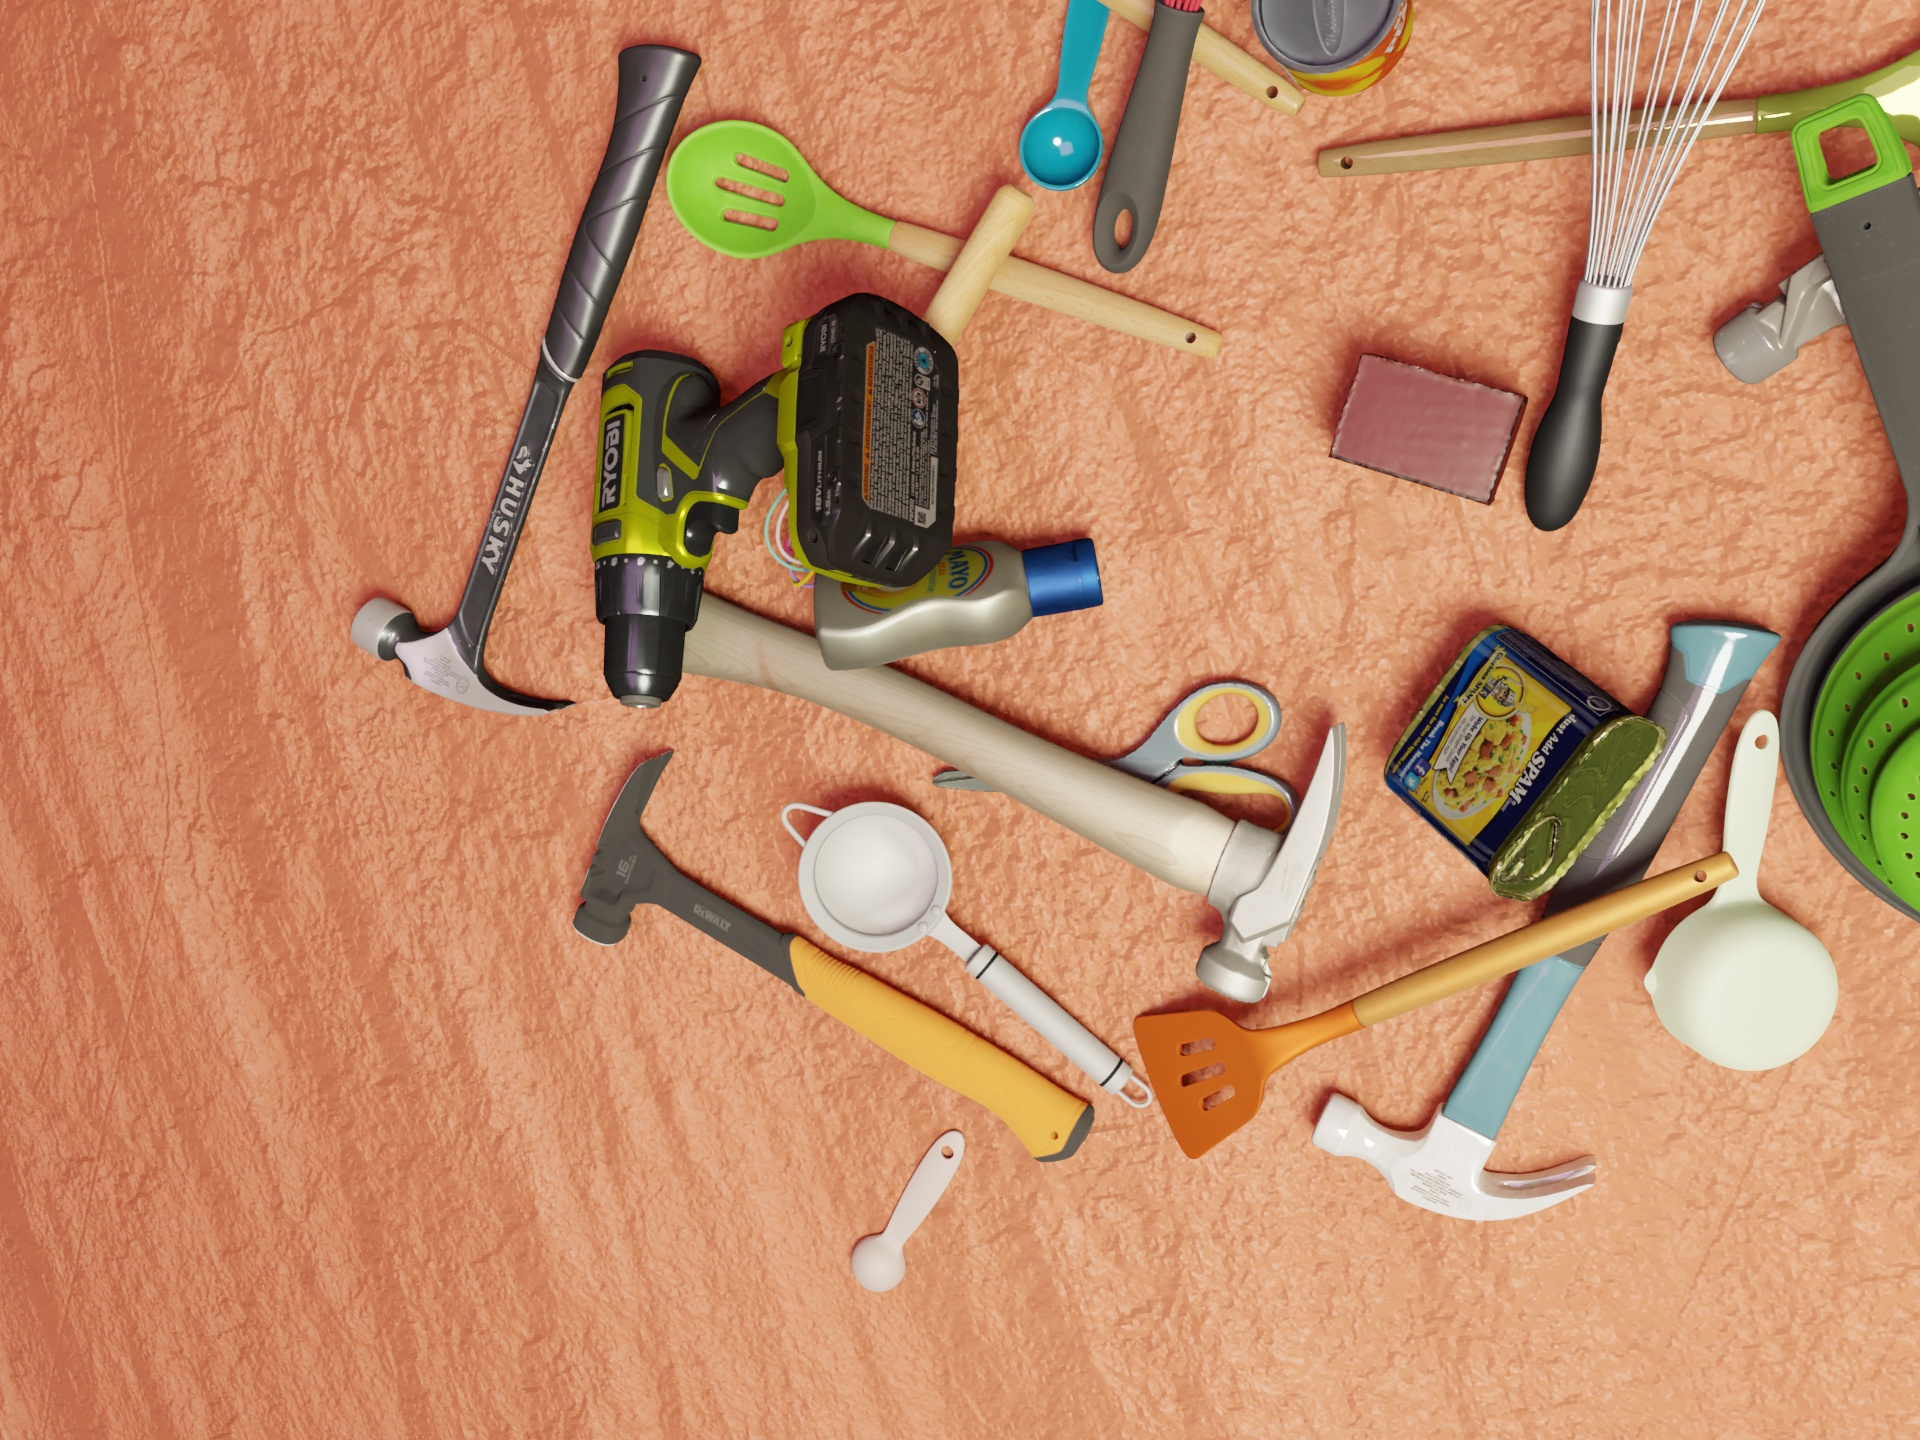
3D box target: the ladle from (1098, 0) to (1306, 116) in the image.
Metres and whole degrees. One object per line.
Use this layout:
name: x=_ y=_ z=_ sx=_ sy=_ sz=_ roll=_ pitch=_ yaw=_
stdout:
ladle: x=0.035 y=-0.382 z=0.770 sx=0.315 sy=0.031 sz=0.069 roll=36 pitch=125 yaw=6

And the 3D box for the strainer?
strainer: x=0.005 y=0.129 z=0.886 sx=0.258 sy=0.050 sz=0.087 roll=40 pitch=100 yaw=4

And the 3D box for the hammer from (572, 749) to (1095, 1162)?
hammer: x=-0.071 y=0.147 z=0.922 sx=0.337 sy=0.034 sz=0.127 roll=29 pitch=110 yaw=14

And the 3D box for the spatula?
spatula: x=0.220 y=0.133 z=0.781 sx=0.322 sy=0.041 sz=0.081 roll=-30 pitch=74 yaw=28

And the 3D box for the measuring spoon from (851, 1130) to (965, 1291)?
measuring spoon: x=-0.031 y=0.292 z=0.942 sx=0.034 sy=0.018 sz=0.124 roll=34 pitch=109 yaw=13

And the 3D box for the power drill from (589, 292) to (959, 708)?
power drill: x=-0.110 y=-0.109 z=0.812 sx=0.228 sy=0.080 sz=0.191 roll=-7 pitch=77 yaw=43

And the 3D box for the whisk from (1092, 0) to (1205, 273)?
whisk: x=0.105 y=-0.341 z=0.714 sx=0.073 sy=0.073 sz=0.295 roll=26 pitch=129 yaw=15

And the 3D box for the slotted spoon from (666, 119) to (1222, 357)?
slotted spoon: x=-0.012 y=-0.243 z=0.830 sx=0.314 sy=0.031 sz=0.070 roll=22 pitch=108 yaw=14

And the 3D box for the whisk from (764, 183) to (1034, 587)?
whisk: x=-0.034 y=-0.171 z=0.833 sx=0.051 sy=0.047 sz=0.245 roll=35 pitch=116 yaw=2

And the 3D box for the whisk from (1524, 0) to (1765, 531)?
whisk: x=0.281 y=-0.210 z=0.674 sx=0.070 sy=0.070 sz=0.284 roll=14 pitch=123 yaw=19

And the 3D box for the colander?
colander: x=0.398 y=-0.046 z=0.622 sx=0.204 sy=0.094 sz=0.397 roll=-16 pitch=102 yaw=43

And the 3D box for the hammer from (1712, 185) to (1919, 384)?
hammer: x=0.475 y=-0.058 z=0.648 sx=0.359 sy=0.037 sz=0.149 roll=55 pitch=138 yaw=1

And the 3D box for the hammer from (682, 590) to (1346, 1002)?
hammer: x=-0.001 y=-0.003 z=0.852 sx=0.411 sy=0.038 sz=0.146 roll=24 pitch=103 yaw=20

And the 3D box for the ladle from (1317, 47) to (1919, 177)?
ladle: x=0.313 y=-0.256 z=0.684 sx=0.320 sy=0.062 sz=0.078 roll=2 pitch=115 yaw=24

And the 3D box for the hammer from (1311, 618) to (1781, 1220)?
hammer: x=0.295 y=0.100 z=0.770 sx=0.128 sy=0.033 sz=0.331 roll=26 pitch=108 yaw=16

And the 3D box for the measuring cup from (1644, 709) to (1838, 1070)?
measuring cup: x=0.360 y=0.080 z=0.716 sx=0.083 sy=0.038 sz=0.167 roll=-3 pitch=105 yaw=-5

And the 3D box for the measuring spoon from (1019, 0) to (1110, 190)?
measuring spoon: x=0.061 y=-0.327 z=0.794 sx=0.042 sy=0.021 sz=0.128 roll=13 pitch=95 yaw=11

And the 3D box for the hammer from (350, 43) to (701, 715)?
hammer: x=-0.235 y=-0.189 z=0.923 sx=0.149 sy=0.036 sz=0.408 roll=29 pitch=109 yaw=13
